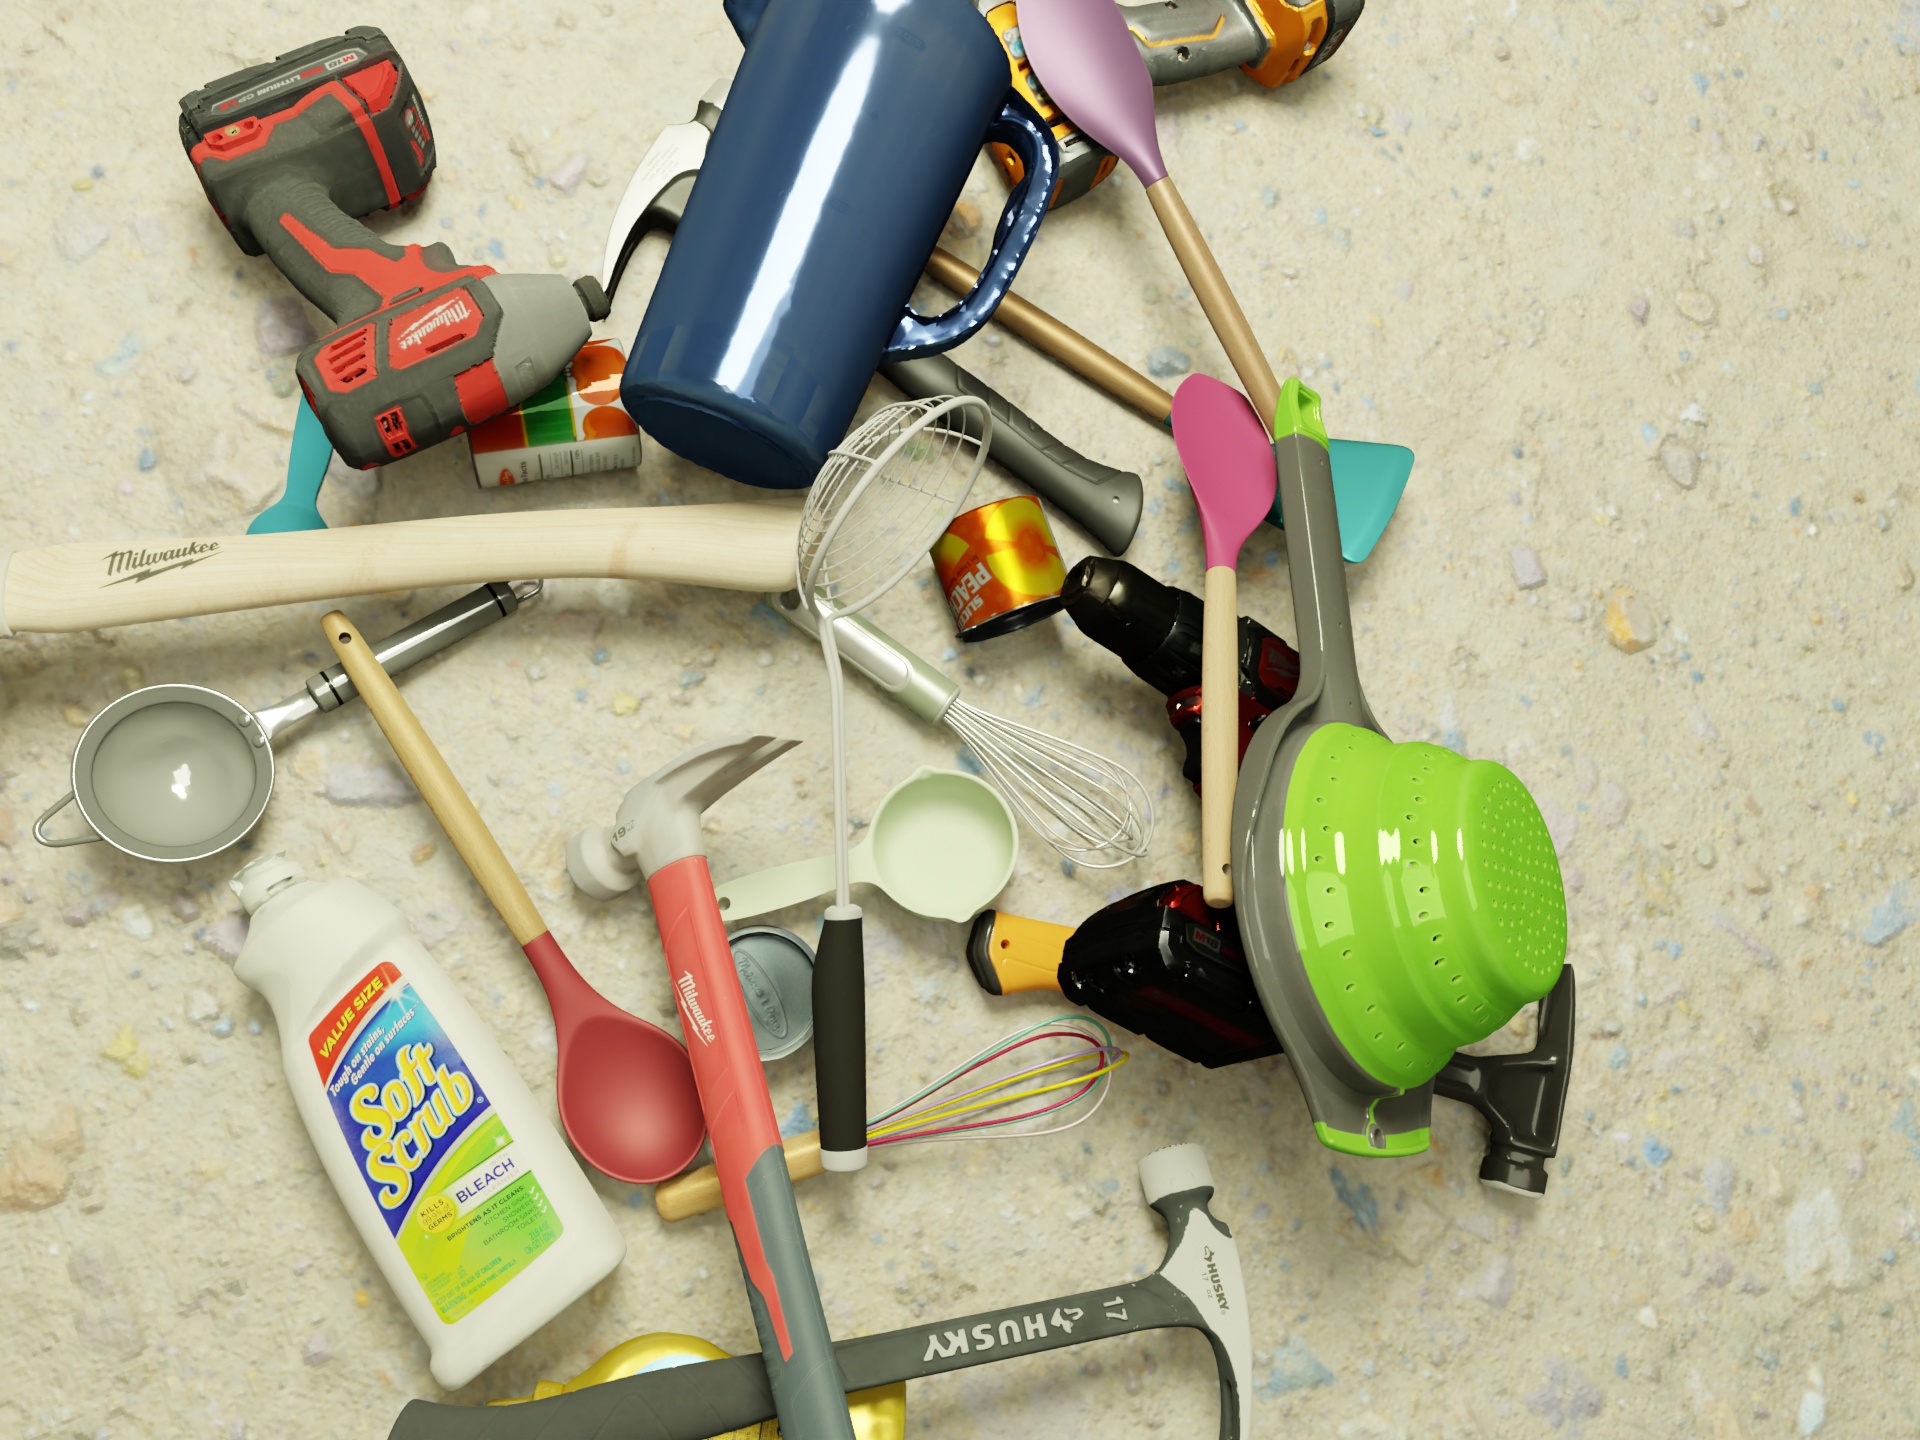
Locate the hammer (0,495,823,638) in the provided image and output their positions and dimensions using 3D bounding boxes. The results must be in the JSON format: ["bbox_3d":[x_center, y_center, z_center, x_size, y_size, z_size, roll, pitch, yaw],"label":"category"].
[{"bbox_3d":[-0.272,-0.085,0.758,0.410,0.038,0.146,-6,60,-14],"label":"hammer"}]

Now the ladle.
[{"bbox_3d":[-0.220,0.084,0.767,0.069,0.031,0.315,-32,93,-22],"label":"ladle"}]

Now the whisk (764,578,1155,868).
[{"bbox_3d":[-0.001,-0.003,0.835,0.246,0.059,0.058,36,103,1],"label":"whisk"}]

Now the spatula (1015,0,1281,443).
[{"bbox_3d":[0.116,-0.266,0.859,0.060,0.018,0.316,-29,93,-10],"label":"spatula"}]

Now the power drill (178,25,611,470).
[{"bbox_3d":[-0.272,-0.228,0.766,0.143,0.078,0.220,-29,66,-15],"label":"power drill"}]

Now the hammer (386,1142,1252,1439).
[{"bbox_3d":[-0.051,0.301,0.726,0.408,0.036,0.149,-5,60,-19],"label":"hammer"}]

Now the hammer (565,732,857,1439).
[{"bbox_3d":[-0.079,0.197,0.695,0.038,0.143,0.387,10,55,-51],"label":"hammer"}]

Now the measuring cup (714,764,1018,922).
[{"bbox_3d":[-0.052,0.078,0.818,0.167,0.038,0.083,-15,75,0],"label":"measuring cup"}]

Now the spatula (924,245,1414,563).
[{"bbox_3d":[0.100,-0.193,0.890,0.317,0.044,0.082,31,72,-3],"label":"spatula"}]

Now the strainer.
[{"bbox_3d":[-0.317,-0.008,0.774,0.258,0.050,0.087,-33,90,-21],"label":"strainer"}]

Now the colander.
[{"bbox_3d":[0.214,0.002,0.765,0.204,0.094,0.397,17,64,-47],"label":"colander"}]

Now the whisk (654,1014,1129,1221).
[{"bbox_3d":[-0.031,0.200,0.789,0.245,0.047,0.051,-16,117,-9],"label":"whisk"}]

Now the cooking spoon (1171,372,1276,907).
[{"bbox_3d":[0.129,-0.052,0.793,0.068,0.017,0.319,20,55,-21],"label":"cooking spoon"}]

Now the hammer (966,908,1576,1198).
[{"bbox_3d":[0.168,0.152,0.845,0.336,0.034,0.127,16,78,-8],"label":"hammer"}]

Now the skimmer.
[{"bbox_3d":[-0.029,0.031,0.752,0.090,0.127,0.363,-1,88,16],"label":"skimmer"}]

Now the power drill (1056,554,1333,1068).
[{"bbox_3d":[0.114,0.037,0.793,0.187,0.080,0.227,30,56,-23],"label":"power drill"}]

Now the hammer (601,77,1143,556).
[{"bbox_3d":[-0.040,-0.197,0.867,0.334,0.035,0.146,36,74,-4],"label":"hammer"}]

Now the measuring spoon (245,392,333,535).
[{"bbox_3d":[-0.331,-0.131,0.801,0.042,0.021,0.129,10,79,-10],"label":"measuring spoon"}]

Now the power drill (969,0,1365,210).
[{"bbox_3d":[0.097,-0.410,0.911,0.226,0.084,0.164,-29,87,-11],"label":"power drill"}]
